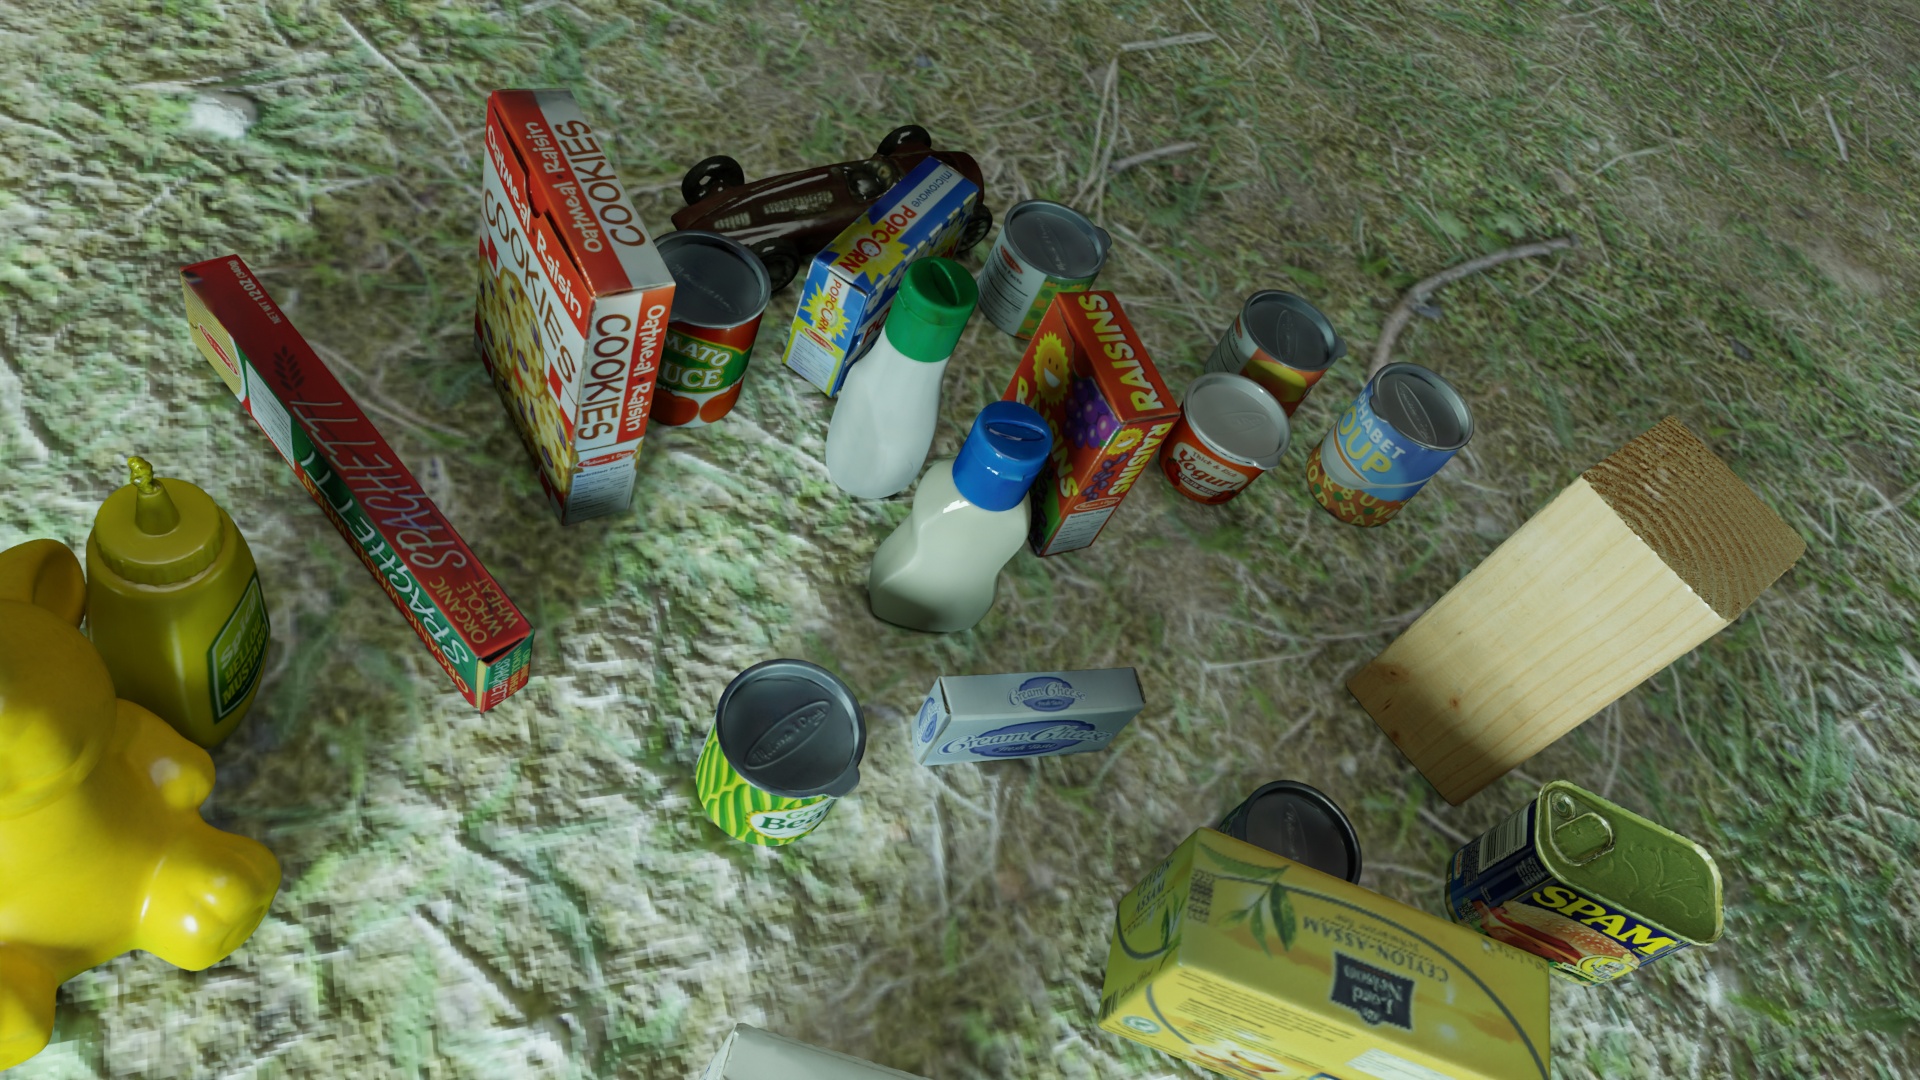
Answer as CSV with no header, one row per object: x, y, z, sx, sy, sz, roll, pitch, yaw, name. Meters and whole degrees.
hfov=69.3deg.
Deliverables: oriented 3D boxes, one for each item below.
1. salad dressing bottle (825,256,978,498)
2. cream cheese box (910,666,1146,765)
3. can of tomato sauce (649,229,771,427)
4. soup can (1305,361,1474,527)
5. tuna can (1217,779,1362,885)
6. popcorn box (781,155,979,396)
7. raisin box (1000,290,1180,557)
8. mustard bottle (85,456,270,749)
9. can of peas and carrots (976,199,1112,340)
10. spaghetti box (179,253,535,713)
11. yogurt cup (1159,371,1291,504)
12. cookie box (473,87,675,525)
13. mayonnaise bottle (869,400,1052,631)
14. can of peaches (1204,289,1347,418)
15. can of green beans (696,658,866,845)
-0.030,-0.080,0.705,0.044,0.146,0.064,-9,60,-26,salad dressing bottle
0.032,0.085,0.673,0.104,0.053,0.024,-1,57,-22,cream cheese box
-0.140,-0.108,0.723,0.071,0.082,0.071,11,53,-14,can of tomato sauce
0.256,-0.057,0.842,0.071,0.083,0.072,11,53,-14,soup can
0.159,0.155,0.686,0.071,0.032,0.071,11,53,-14,tuna can
-0.045,-0.152,0.790,0.038,0.084,0.127,35,51,4,popcorn box
0.060,-0.061,0.743,0.040,0.122,0.086,-9,60,-27,raisin box
-0.295,0.021,0.521,0.049,0.159,0.065,17,52,-10,mustard bottle
0.051,-0.166,0.855,0.071,0.058,0.071,11,53,-14,can of peas and carrots
-0.277,-0.029,0.634,0.029,0.050,0.250,-32,72,-35,spaghetti box
0.153,-0.058,0.822,0.072,0.053,0.073,11,53,-14,yogurt cup
-0.186,-0.105,0.649,0.040,0.166,0.123,-17,64,-31,cookie box
0.002,-0.008,0.667,0.065,0.147,0.041,8,54,-16,mayonnaise bottle
0.198,-0.114,0.876,0.071,0.057,0.071,11,53,-14,can of peaches
-0.081,0.095,0.618,0.071,0.057,0.071,11,53,-14,can of green beans
